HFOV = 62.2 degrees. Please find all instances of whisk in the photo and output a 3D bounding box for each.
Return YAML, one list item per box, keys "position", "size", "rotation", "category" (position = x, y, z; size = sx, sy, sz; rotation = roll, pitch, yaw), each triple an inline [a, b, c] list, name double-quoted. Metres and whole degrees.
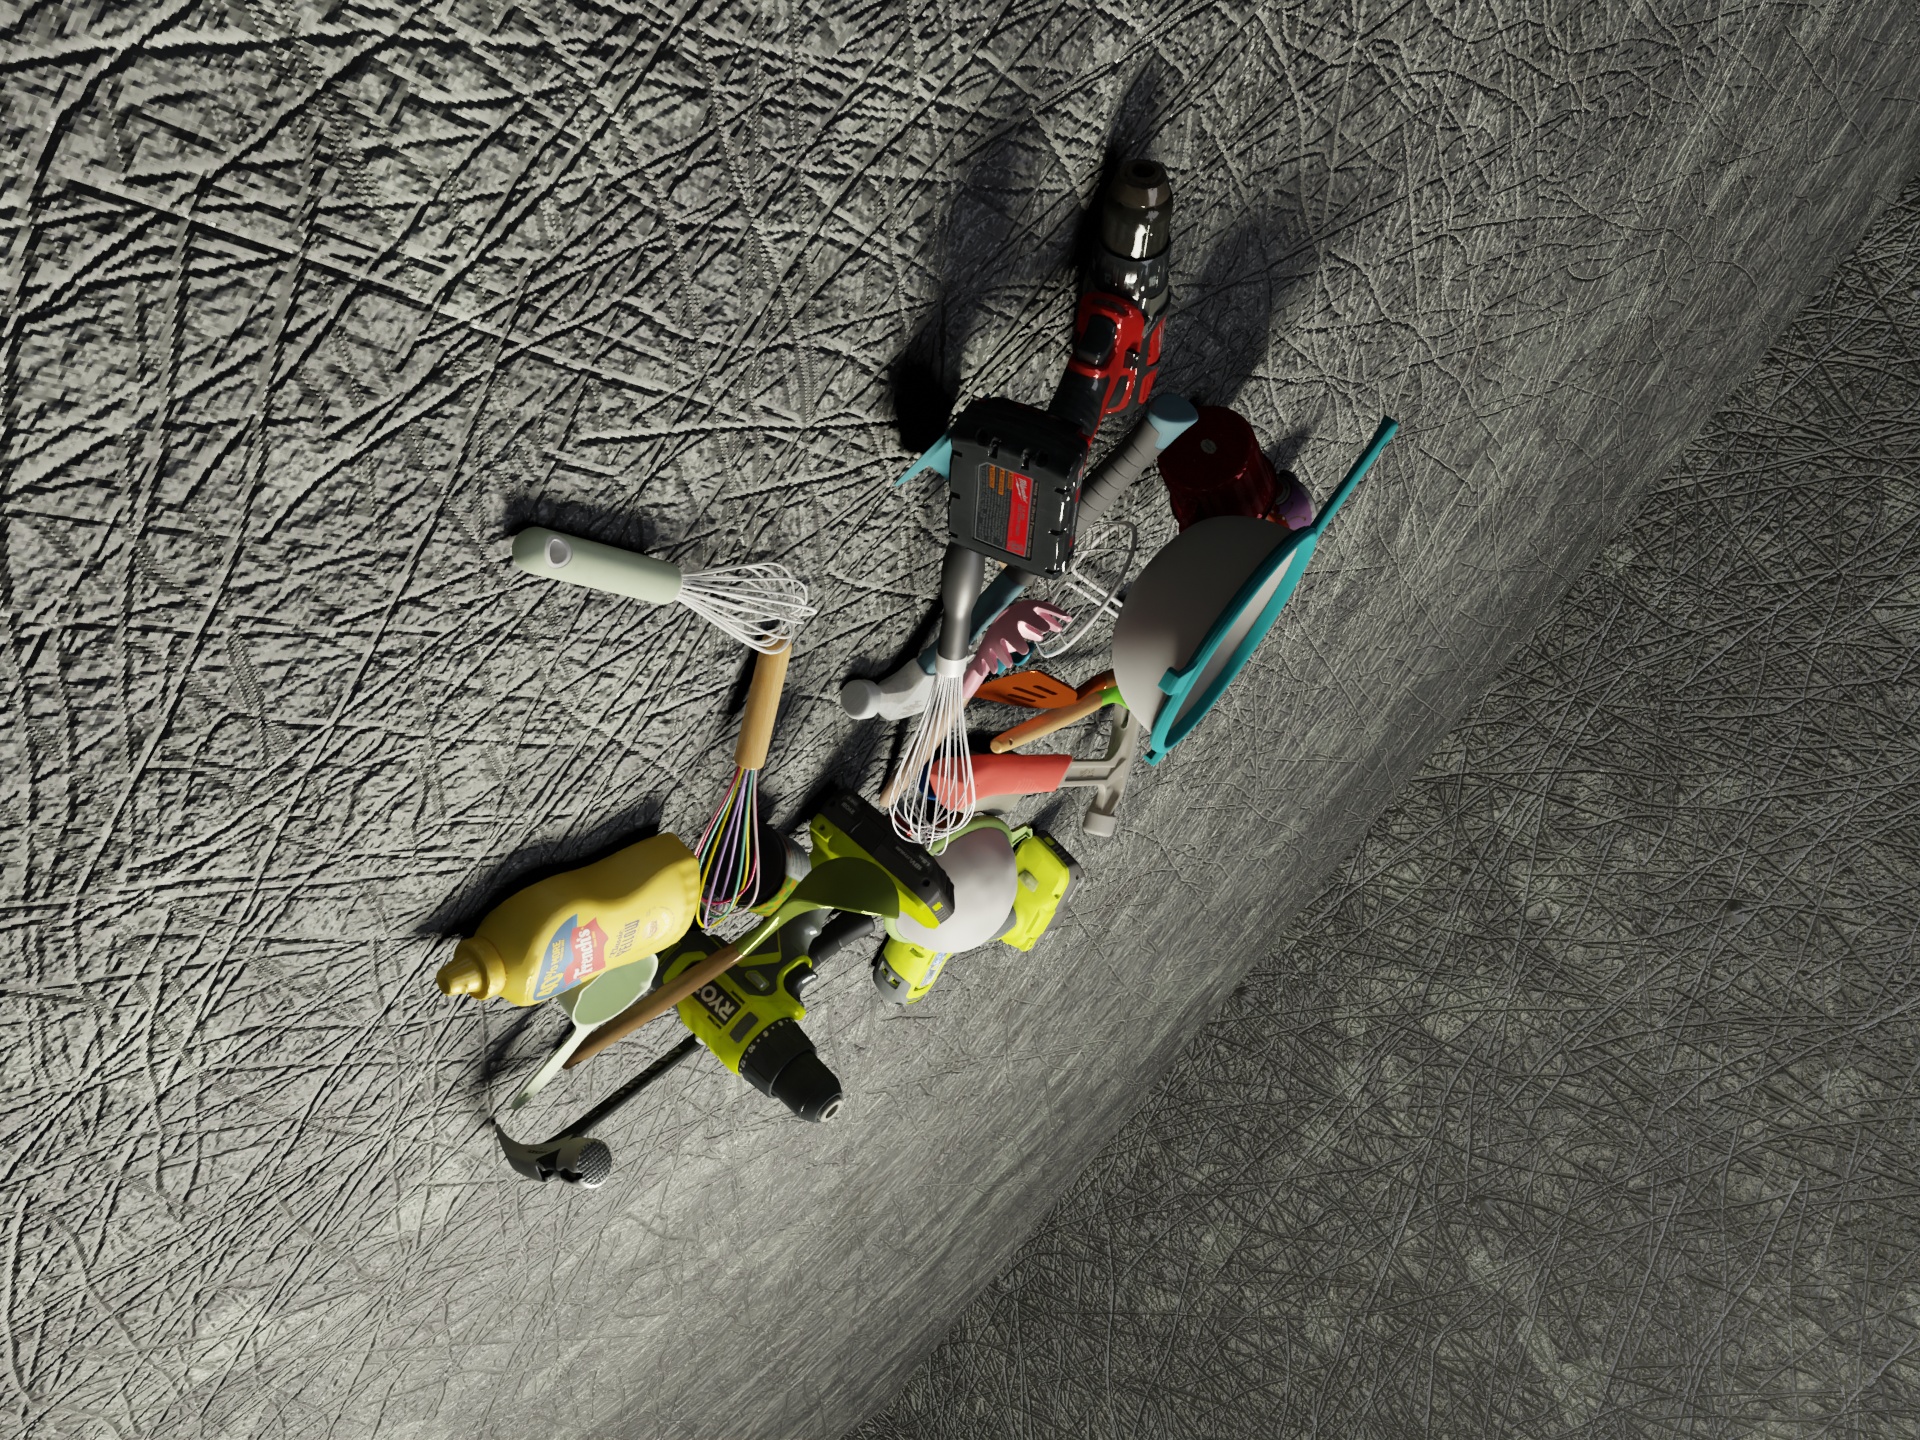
- position: [-0.152, 0.046, 1.124]
  size: [0.047, 0.051, 0.244]
  rotation: [-1, 122, -30]
  category: "whisk"
- position: [-0.167, -0.079, 0.927]
  size: [0.246, 0.059, 0.058]
  rotation: [10, 83, -59]
  category: "whisk"
- position: [-0.011, -0.018, 1.166]
  size: [0.070, 0.070, 0.284]
  rotation: [-27, 138, -39]
  category: "whisk"

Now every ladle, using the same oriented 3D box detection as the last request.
- position: [-0.182, 0.196, 1.204]
  size: [0.320, 0.062, 0.078]
  rotation: [-34, 156, 17]
  category: "ladle"

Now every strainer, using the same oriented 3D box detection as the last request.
- position: [-0.022, 0.158, 1.431]
  size: [0.151, 0.069, 0.256]
  rotation: [-55, 149, 13]
  category: "strainer"
- position: [0.220, -0.134, 1.264]
  size: [0.340, 0.095, 0.210]
  rotation: [-52, 166, -13]
  category: "strainer"

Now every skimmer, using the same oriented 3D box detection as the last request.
- position: [0.148, -0.089, 1.389]
  size: [0.127, 0.090, 0.363]
  rotation: [-56, 157, 6]
  category: "skimmer"

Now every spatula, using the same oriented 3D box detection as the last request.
- position: [0.016, -0.147, 1.129]
  size: [0.082, 0.044, 0.317]
  rotation: [-45, 158, 0]
  category: "spatula"
- position: [0.139, -0.049, 1.449]
  size: [0.081, 0.041, 0.322]
  rotation: [-18, 180, 43]
  category: "spatula"

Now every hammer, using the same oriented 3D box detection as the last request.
- position: [-0.211, 0.260, 1.342]
  size: [0.149, 0.036, 0.409]
  rotation: [-9, -163, 42]
  category: "hammer"
- position: [0.049, -0.116, 1.182]
  size: [0.331, 0.033, 0.128]
  rotation: [-45, 161, 24]
  category: "hammer"
- position: [0.078, 0.040, 1.472]
  size: [0.359, 0.037, 0.149]
  rotation: [3, 101, -61]
  category: "hammer"

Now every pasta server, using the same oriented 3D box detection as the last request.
- position: [-0.002, -0.004, 1.251]
  size: [0.060, 0.040, 0.316]
  rotation: [-36, 169, -37]
  category: "pasta server"

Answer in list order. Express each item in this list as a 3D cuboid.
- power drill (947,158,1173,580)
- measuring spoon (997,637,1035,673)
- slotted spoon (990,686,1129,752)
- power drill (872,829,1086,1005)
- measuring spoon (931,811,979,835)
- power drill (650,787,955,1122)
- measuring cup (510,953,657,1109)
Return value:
- position: [0.075, -0.223, 1.002]
  size: [0.187, 0.080, 0.227]
  rotation: [94, 22, -56]
  category: "power drill"
- position: [0.040, -0.059, 1.279]
  size: [0.042, 0.021, 0.128]
  rotation: [-57, -173, -1]
  category: "measuring spoon"
- position: [0.113, -0.015, 1.472]
  size: [0.314, 0.031, 0.070]
  rotation: [-24, 105, -54]
  category: "slotted spoon"
- position: [0.023, 0.197, 1.657]
  size: [0.223, 0.080, 0.171]
  rotation: [-17, 143, -45]
  category: "power drill"
- position: [-0.018, 0.099, 1.512]
  size: [0.117, 0.011, 0.021]
  rotation: [-28, 145, -30]
  category: "measuring spoon"
- position: [-0.112, 0.186, 1.264]
  size: [0.228, 0.191, 0.080]
  rotation: [-47, 155, -11]
  category: "power drill"
- position: [-0.295, 0.222, 1.194]
  size: [0.167, 0.038, 0.083]
  rotation: [-50, 157, 12]
  category: "measuring cup"
